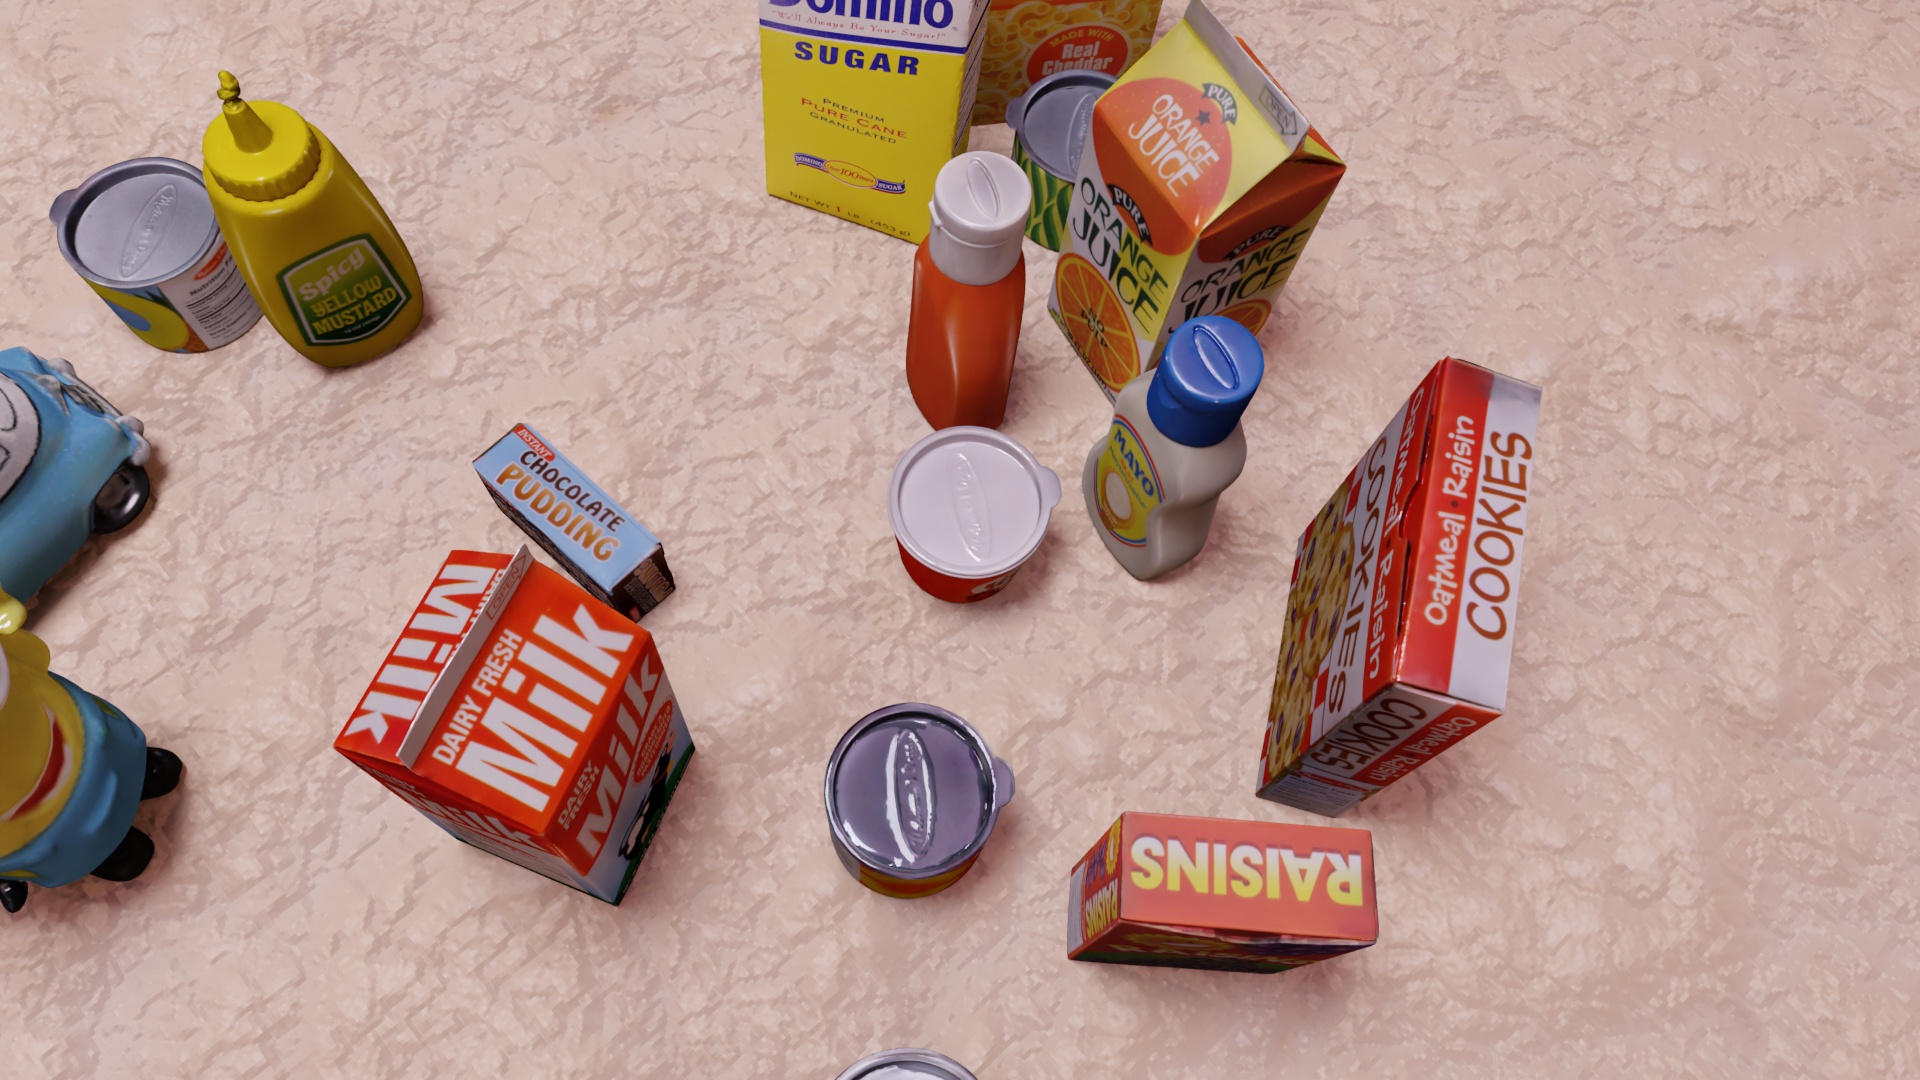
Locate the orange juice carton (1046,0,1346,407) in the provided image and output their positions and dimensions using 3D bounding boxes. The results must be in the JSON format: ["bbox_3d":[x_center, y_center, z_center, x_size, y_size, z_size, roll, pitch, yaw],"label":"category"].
[{"bbox_3d":[0.095,-0.134,0.576,0.073,0.192,0.072,-27,72,-14],"label":"orange juice carton"}]

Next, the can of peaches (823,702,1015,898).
[{"bbox_3d":[-0.017,0.103,0.540,0.071,0.058,0.071,2,67,-4],"label":"can of peaches"}]

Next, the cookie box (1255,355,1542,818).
[{"bbox_3d":[0.160,0.026,0.528,0.040,0.166,0.123,15,67,2],"label":"cookie box"}]

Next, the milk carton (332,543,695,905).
[{"bbox_3d":[-0.147,0.065,0.474,0.073,0.189,0.072,21,68,4],"label":"milk carton"}]

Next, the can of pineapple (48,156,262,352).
[{"bbox_3d":[-0.348,-0.125,0.610,0.071,0.057,0.071,2,67,-4],"label":"can of pineapple"}]

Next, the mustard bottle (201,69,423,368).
[{"bbox_3d":[-0.268,-0.130,0.563,0.065,0.159,0.049,-33,74,-16],"label":"mustard bottle"}]

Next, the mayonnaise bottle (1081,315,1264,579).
[{"bbox_3d":[0.085,-0.037,0.559,0.041,0.147,0.065,-23,71,-13],"label":"mayonnaise bottle"}]

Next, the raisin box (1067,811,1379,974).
[{"bbox_3d":[0.088,0.130,0.502,0.086,0.123,0.040,6,67,-2],"label":"raisin box"}]

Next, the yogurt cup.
[{"bbox_3d":[0.002,-0.007,0.591,0.072,0.053,0.072,2,67,-4],"label":"yogurt cup"}]

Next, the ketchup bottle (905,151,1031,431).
[{"bbox_3d":[0.002,-0.101,0.579,0.043,0.148,0.065,-15,70,-10],"label":"ketchup bottle"}]

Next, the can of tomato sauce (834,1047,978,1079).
[{"bbox_3d":[-0.022,0.212,0.480,0.071,0.082,0.071,2,67,-4],"label":"can of tomato sauce"}]

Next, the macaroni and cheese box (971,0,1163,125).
[{"bbox_3d":[0.032,-0.262,0.639,0.124,0.165,0.040,-8,69,-8],"label":"macaroni and cheese box"}]

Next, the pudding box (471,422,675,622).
[{"bbox_3d":[-0.160,-0.006,0.579,0.084,0.049,0.030,40,70,12],"label":"pudding box"}]

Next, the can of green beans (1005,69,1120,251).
[{"bbox_3d":[0.056,-0.181,0.666,0.071,0.057,0.071,2,67,-4],"label":"can of green beans"}]
